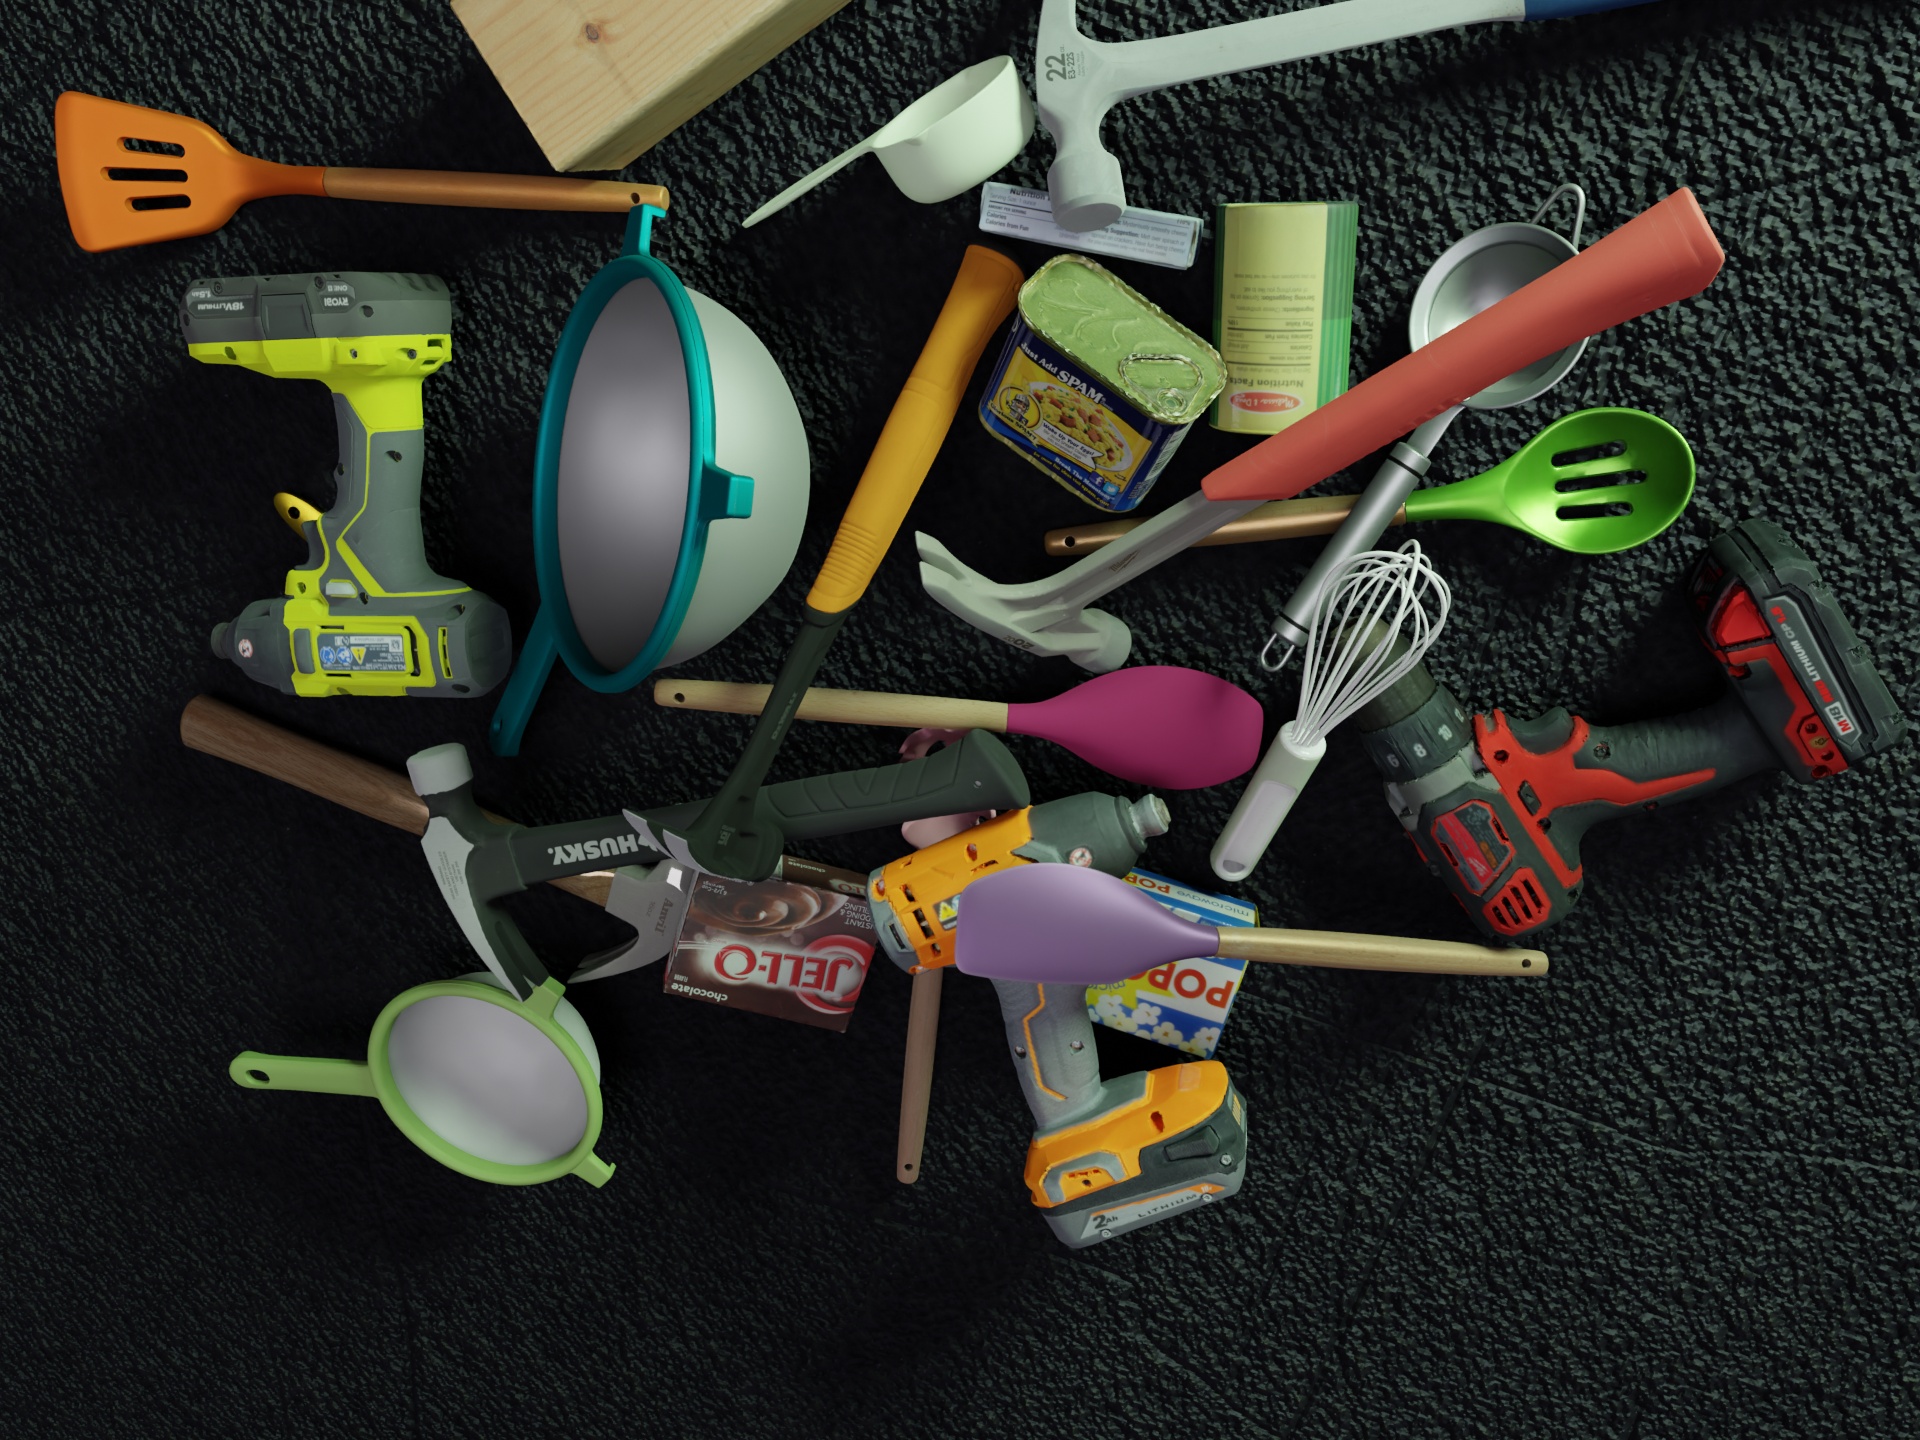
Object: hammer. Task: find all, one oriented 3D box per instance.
[{"bbox_3d":[-0.313,0.059,0.955,0.331,0.031,0.130,21,112,4],"label":"hammer"},{"bbox_3d":[-0.054,-0.082,0.764,0.034,0.127,0.337,24,85,16],"label":"hammer"},{"bbox_3d":[-0.127,0.060,0.850,0.335,0.035,0.146,-10,103,13],"label":"hammer"},{"bbox_3d":[0.153,-0.125,0.712,0.359,0.037,0.149,-29,147,31],"label":"hammer"},{"bbox_3d":[0.231,-0.322,0.694,0.405,0.035,0.144,-8,83,9],"label":"hammer"}]

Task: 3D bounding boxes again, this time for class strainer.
[{"bbox_3d":[-0.164,-0.082,0.839,0.340,0.095,0.211,-52,49,43],"label":"strainer"},{"bbox_3d":[-0.331,0.208,0.994,0.256,0.069,0.151,-1,116,16],"label":"strainer"},{"bbox_3d":[0.218,-0.131,0.759,0.087,0.050,0.258,41,105,30],"label":"strainer"}]

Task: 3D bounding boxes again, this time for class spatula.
[{"bbox_3d":[0.152,0.111,0.803,0.316,0.018,0.060,6,86,-11],"label":"spatula"},{"bbox_3d":[-0.311,-0.279,0.829,0.322,0.041,0.081,5,109,8],"label":"spatula"}]

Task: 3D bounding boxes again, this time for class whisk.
[{"bbox_3d":[0.174,0.005,0.790,0.058,0.059,0.246,19,137,0],"label":"whisk"}]

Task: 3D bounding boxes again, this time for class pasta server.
[{"bbox_3d":[-0.018,0.141,0.922,0.060,0.040,0.316,6,112,0],"label":"pasta server"}]

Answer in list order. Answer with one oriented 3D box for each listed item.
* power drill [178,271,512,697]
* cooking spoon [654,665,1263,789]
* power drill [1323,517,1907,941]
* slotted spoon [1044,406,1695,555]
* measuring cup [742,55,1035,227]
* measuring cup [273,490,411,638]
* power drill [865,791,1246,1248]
[{"bbox_3d":[-0.339,-0.123,0.857,0.171,0.080,0.223,1,104,15],"label":"power drill"},{"bbox_3d":[-0.001,-0.003,0.833,0.319,0.017,0.068,4,111,1],"label":"cooking spoon"},{"bbox_3d":[0.310,-0.011,0.785,0.226,0.080,0.188,-31,100,23],"label":"power drill"},{"bbox_3d":[0.196,-0.106,0.798,0.314,0.031,0.070,-5,96,15],"label":"slotted spoon"},{"bbox_3d":[-0.036,-0.264,0.774,0.167,0.083,0.038,-17,123,33],"label":"measuring cup"},{"bbox_3d":[-0.336,-0.074,0.912,0.156,0.029,0.062,41,112,-7],"label":"measuring cup"},{"bbox_3d":[0.070,0.149,0.844,0.164,0.084,0.226,-25,99,16],"label":"power drill"}]
